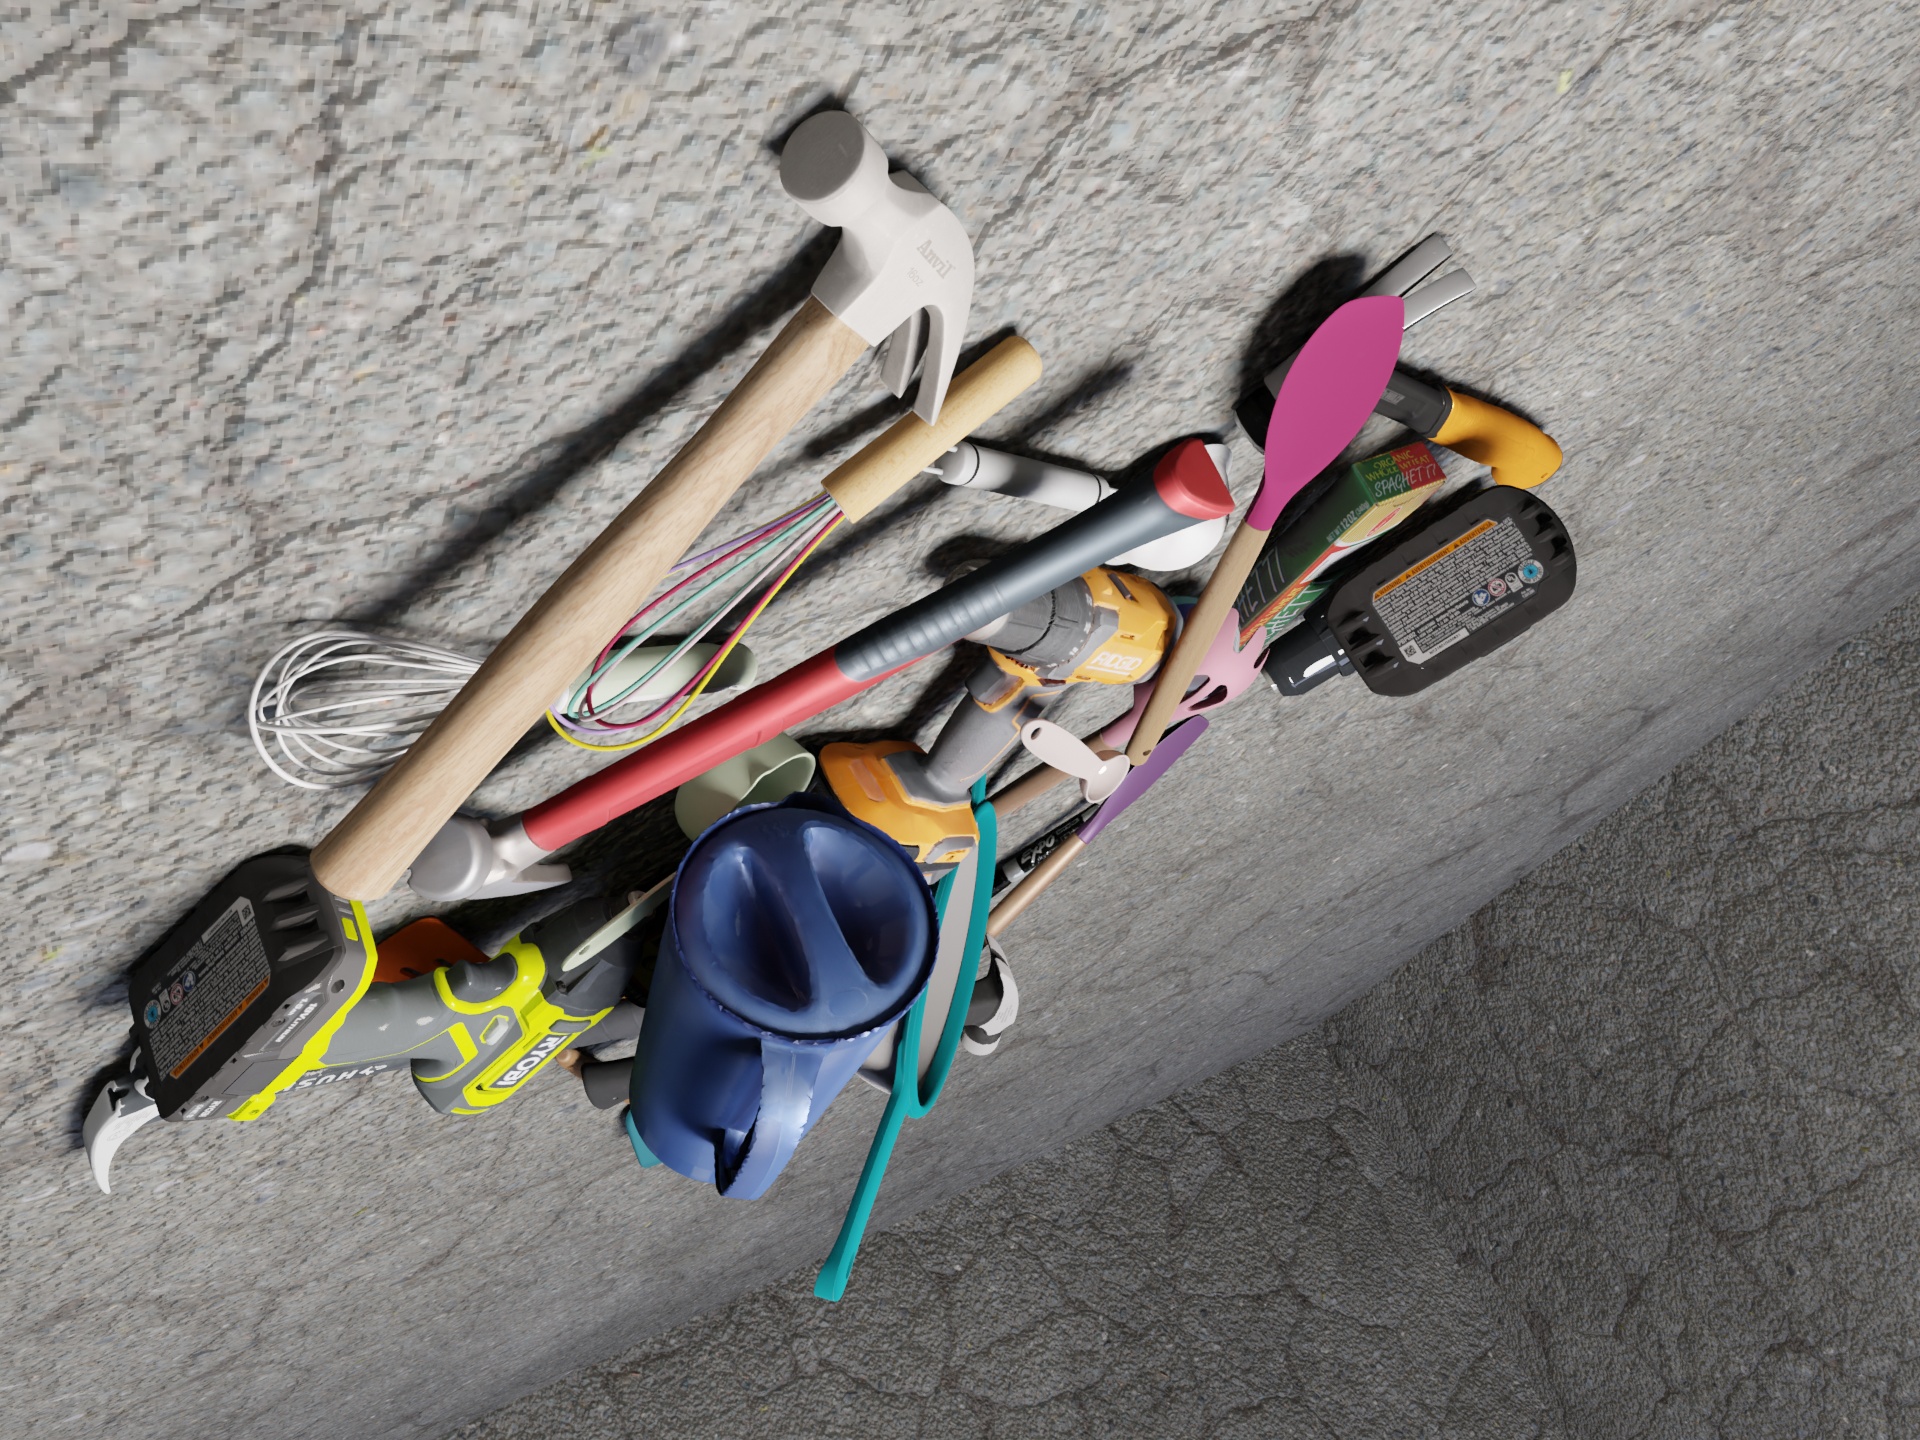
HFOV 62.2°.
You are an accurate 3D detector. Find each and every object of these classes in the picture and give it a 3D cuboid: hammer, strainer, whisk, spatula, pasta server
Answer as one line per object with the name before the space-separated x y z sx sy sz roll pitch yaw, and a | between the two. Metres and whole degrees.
hammer | -0.118 -0.057 0.570 0.331 0.031 0.130 -46 157 11
strainer | -0.062 0.194 1.009 0.095 0.341 0.210 12 141 11
hammer | -0.113 0.235 1.188 0.334 0.035 0.146 -9 144 -19
hammer | -0.056 -0.018 0.722 0.386 0.038 0.143 -27 173 5
whisk | -0.065 -0.071 0.641 0.245 0.047 0.051 -38 160 -2
hammer | 0.279 -0.175 0.889 0.127 0.034 0.336 -40 157 29
hammer | -0.328 0.209 0.985 0.149 0.036 0.408 -40 157 29
spatula | 0.075 0.108 1.232 0.316 0.018 0.059 -46 156 11
pasta server | 0.082 0.013 1.008 0.060 0.040 0.316 28 148 -17
whisk | -0.176 -0.013 0.659 0.058 0.059 0.246 3 -172 38
spatula | -0.264 0.304 1.271 0.082 0.044 0.317 -24 158 -4
strainer | 0.067 -0.106 0.769 0.258 0.050 0.087 3 136 -49
spatula | -0.249 0.159 0.992 0.081 0.041 0.322 -37 162 13

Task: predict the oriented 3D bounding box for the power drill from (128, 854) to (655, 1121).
power drill | -0.271 0.134 0.796 0.171 0.080 0.223 -41 152 19

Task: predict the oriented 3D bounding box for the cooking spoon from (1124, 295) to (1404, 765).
cooking spoon | 0.142 -0.083 0.817 0.068 0.017 0.318 -12 143 -30

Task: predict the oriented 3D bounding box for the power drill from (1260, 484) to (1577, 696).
power drill | 0.276 -0.072 0.986 0.190 0.080 0.228 -33 179 9

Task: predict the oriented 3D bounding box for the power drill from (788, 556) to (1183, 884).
power drill | -0.001 -0.003 0.862 0.226 0.084 0.185 -44 155 23

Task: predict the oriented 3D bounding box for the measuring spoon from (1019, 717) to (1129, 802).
measuring spoon | 0.059 0.017 0.877 0.034 0.018 0.124 -51 147 5

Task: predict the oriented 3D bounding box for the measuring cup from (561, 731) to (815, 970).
measuring cup | -0.147 0.062 0.817 0.167 0.038 0.083 -40 163 -22
